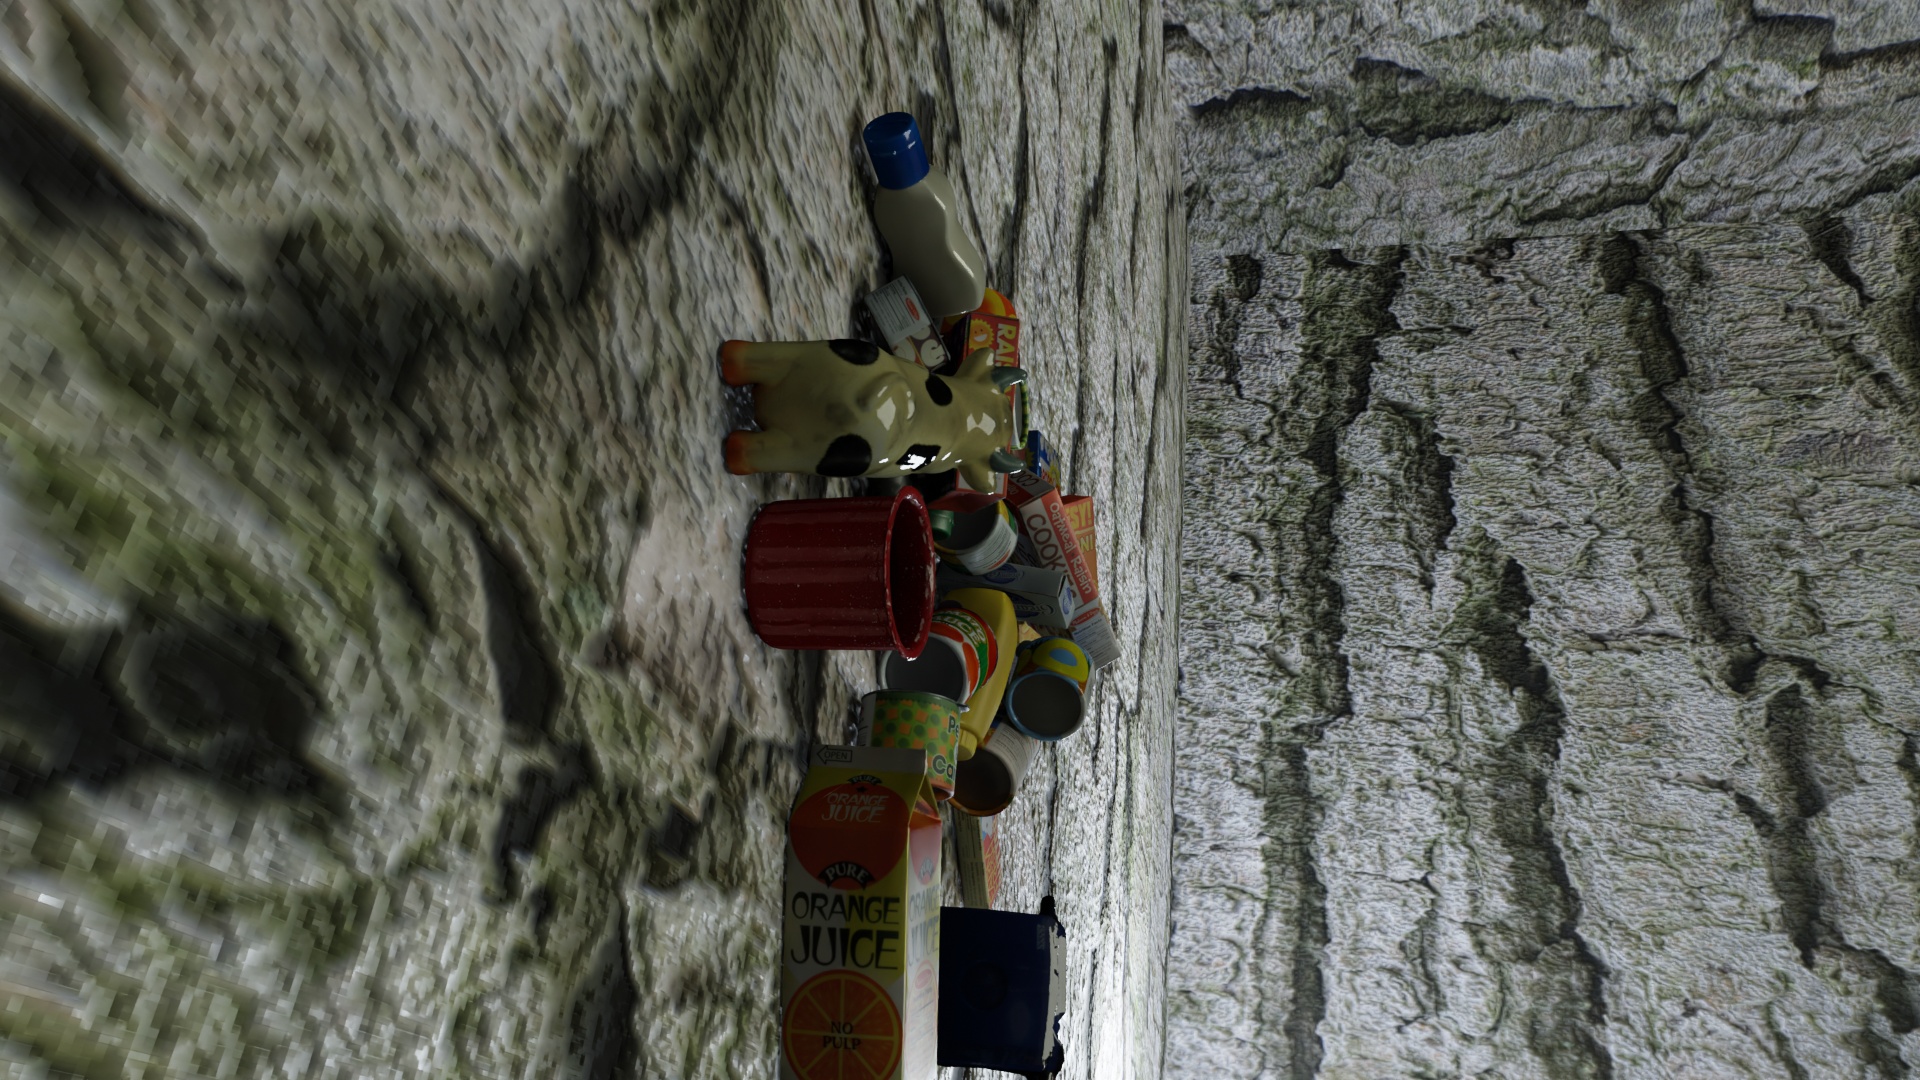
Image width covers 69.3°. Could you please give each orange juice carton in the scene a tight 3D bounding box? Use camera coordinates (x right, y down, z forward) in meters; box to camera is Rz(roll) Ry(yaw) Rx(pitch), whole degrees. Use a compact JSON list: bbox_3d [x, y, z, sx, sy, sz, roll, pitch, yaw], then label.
[{"bbox_3d":[-0.055,0.214,0.790,0.073,0.072,0.193,29,61,-74],"label":"orange juice carton"}]

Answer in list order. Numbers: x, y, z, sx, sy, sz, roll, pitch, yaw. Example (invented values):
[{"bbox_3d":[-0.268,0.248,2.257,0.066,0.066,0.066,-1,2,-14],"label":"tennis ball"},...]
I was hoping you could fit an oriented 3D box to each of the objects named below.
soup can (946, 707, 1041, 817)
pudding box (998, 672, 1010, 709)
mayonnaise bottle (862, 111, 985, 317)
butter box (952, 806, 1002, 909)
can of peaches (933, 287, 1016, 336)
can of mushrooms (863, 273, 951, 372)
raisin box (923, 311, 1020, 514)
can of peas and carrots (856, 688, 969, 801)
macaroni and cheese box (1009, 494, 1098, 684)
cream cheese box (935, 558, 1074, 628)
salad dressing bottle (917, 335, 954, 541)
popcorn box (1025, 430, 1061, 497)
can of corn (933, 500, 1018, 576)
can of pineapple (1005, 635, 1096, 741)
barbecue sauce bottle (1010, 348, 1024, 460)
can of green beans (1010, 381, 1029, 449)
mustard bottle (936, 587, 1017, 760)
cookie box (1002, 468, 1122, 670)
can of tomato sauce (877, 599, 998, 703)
[{"bbox_3d":[0.021,0.174,1.111,0.084,0.071,0.071,-47,134,-65],"label":"soup can"},{"bbox_3d":[0.016,0.095,1.129,0.030,0.049,0.084,70,24,-50],"label":"pudding box"},{"bbox_3d":[-0.028,-0.222,0.956,0.147,0.065,0.041,69,24,-44],"label":"mayonnaise bottle"},{"bbox_3d":[0.015,0.254,1.165,0.053,0.024,0.103,-55,141,-66],"label":"butter box"},{"bbox_3d":[0.011,-0.156,1.086,0.071,0.071,0.058,74,19,-46],"label":"can of peaches"},{"bbox_3d":[-0.035,-0.139,0.921,0.071,0.033,0.071,61,0,1],"label":"can of mushrooms"},{"bbox_3d":[0.006,-0.085,0.949,0.086,0.040,0.123,155,-59,-74],"label":"raisin box"},{"bbox_3d":[-0.032,0.133,0.890,0.070,0.071,0.059,60,32,-63],"label":"can of peas and carrots"},{"bbox_3d":[0.078,0.050,1.301,0.124,0.040,0.166,-17,107,-46],"label":"macaroni and cheese box"},{"bbox_3d":[0.036,0.040,1.098,0.053,0.104,0.024,68,36,-56],"label":"cream cheese box"},{"bbox_3d":[-0.019,-0.075,1.015,0.064,0.044,0.148,77,16,-72],"label":"salad dressing bottle"},{"bbox_3d":[0.072,-0.056,1.390,0.126,0.038,0.085,33,59,-74],"label":"popcorn box"},{"bbox_3d":[0.004,-0.013,1.062,0.058,0.071,0.071,50,41,-68],"label":"can of corn"},{"bbox_3d":[0.070,0.117,1.108,0.058,0.071,0.070,-63,149,-64],"label":"can of pineapple"},{"bbox_3d":[0.034,-0.096,1.230,0.065,0.043,0.148,-47,134,-70],"label":"barbecue sauce bottle"},{"bbox_3d":[0.023,-0.108,1.154,0.071,0.058,0.071,-3,91,-76],"label":"can of green beans"},{"bbox_3d":[0.000,0.113,1.046,0.048,0.065,0.161,64,35,-52],"label":"mustard bottle"},{"bbox_3d":[0.067,0.017,1.168,0.166,0.040,0.123,67,-12,-24],"label":"cookie box"},{"bbox_3d":[-0.015,0.084,0.970,0.083,0.071,0.071,-29,117,-74],"label":"can of tomato sauce"}]
